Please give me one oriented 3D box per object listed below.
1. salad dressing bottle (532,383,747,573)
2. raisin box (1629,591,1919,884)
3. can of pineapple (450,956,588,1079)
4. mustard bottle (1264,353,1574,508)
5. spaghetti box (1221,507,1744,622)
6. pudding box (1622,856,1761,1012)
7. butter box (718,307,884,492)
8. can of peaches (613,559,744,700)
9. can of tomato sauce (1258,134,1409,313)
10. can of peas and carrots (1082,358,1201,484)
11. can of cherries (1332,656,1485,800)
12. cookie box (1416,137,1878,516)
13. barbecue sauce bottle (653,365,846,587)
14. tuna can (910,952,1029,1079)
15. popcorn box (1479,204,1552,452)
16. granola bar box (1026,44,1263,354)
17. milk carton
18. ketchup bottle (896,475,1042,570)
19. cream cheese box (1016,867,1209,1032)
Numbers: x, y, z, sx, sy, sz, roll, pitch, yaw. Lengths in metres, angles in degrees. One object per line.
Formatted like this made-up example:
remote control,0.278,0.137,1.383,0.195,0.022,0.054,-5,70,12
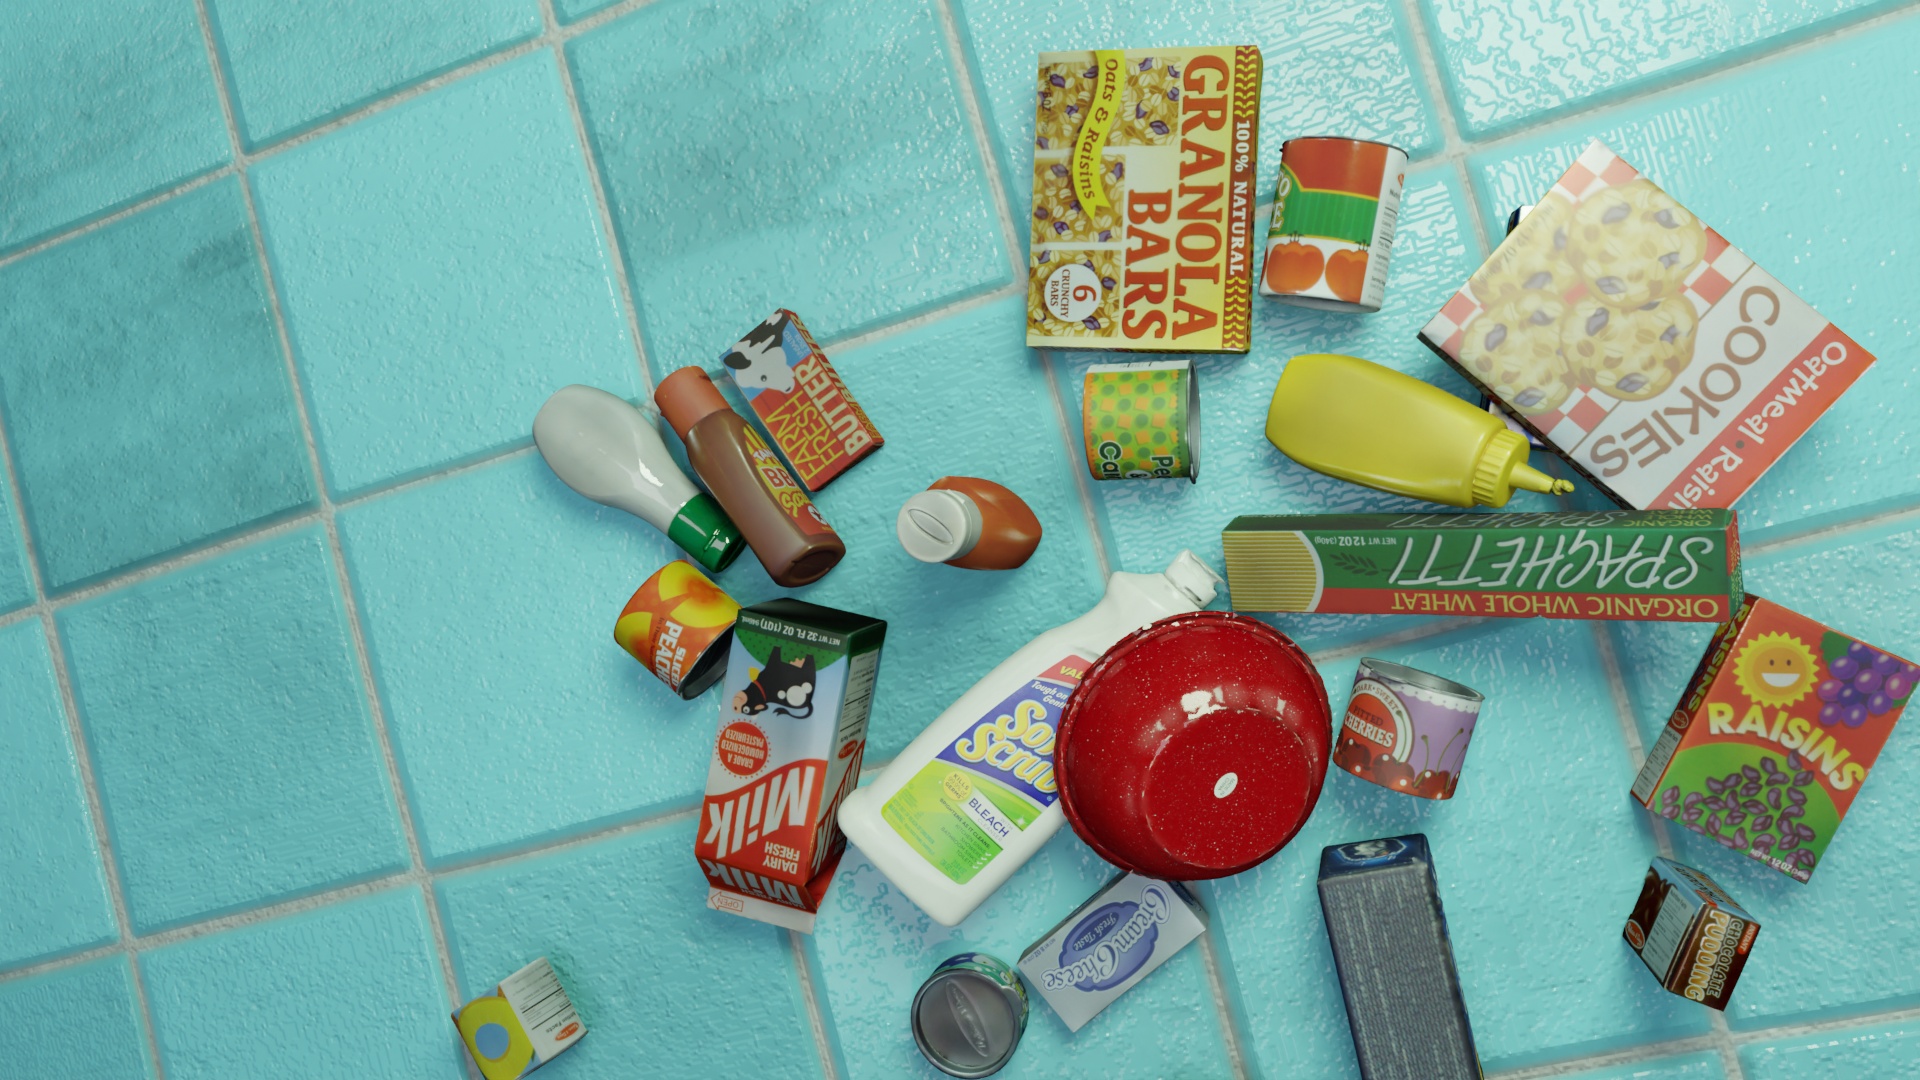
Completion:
salad dressing bottle,-0.197,-0.037,0.862,0.148,0.044,0.064,38,98,9
raisin box,0.417,0.099,0.713,0.086,0.040,0.123,26,99,13
can of pineapple,-0.281,0.307,0.881,0.071,0.071,0.058,-33,84,13
mustard bottle,0.239,-0.050,0.722,0.160,0.049,0.065,26,106,35
spaghetti box,0.257,0.012,0.710,0.250,0.029,0.050,0,110,33
pudding box,0.369,0.197,0.705,0.030,0.084,0.049,21,97,10
butter box,-0.096,-0.085,0.844,0.053,0.024,0.103,-37,83,13
can of peaches,-0.169,0.055,0.843,0.058,0.071,0.071,38,100,11
can of tomato sauce,0.198,-0.169,0.746,0.071,0.071,0.083,10,95,14
can of peas and carrots,0.102,-0.064,0.772,0.059,0.071,0.071,-1,92,15
can of cherries,0.236,0.100,0.742,0.071,0.071,0.058,17,97,13
cookie box,0.333,-0.095,0.687,0.167,0.040,0.122,42,102,8
barbecue sauce bottle,-0.131,-0.040,0.837,0.043,0.065,0.149,-42,73,11
tuna can,0.008,0.280,0.824,0.071,0.033,0.071,1,92,14
popcorn box,0.325,-0.108,0.729,0.085,0.038,0.126,9,94,13
granola bar box,0.104,-0.189,0.783,0.124,0.039,0.165,3,92,15
milk carton,-0.103,0.136,0.827,0.072,0.073,0.190,11,95,14
ketchup bottle,0.003,-0.009,0.757,0.065,0.149,0.043,35,99,10
cream cheese box,0.089,0.233,0.807,0.103,0.024,0.053,-42,83,12
